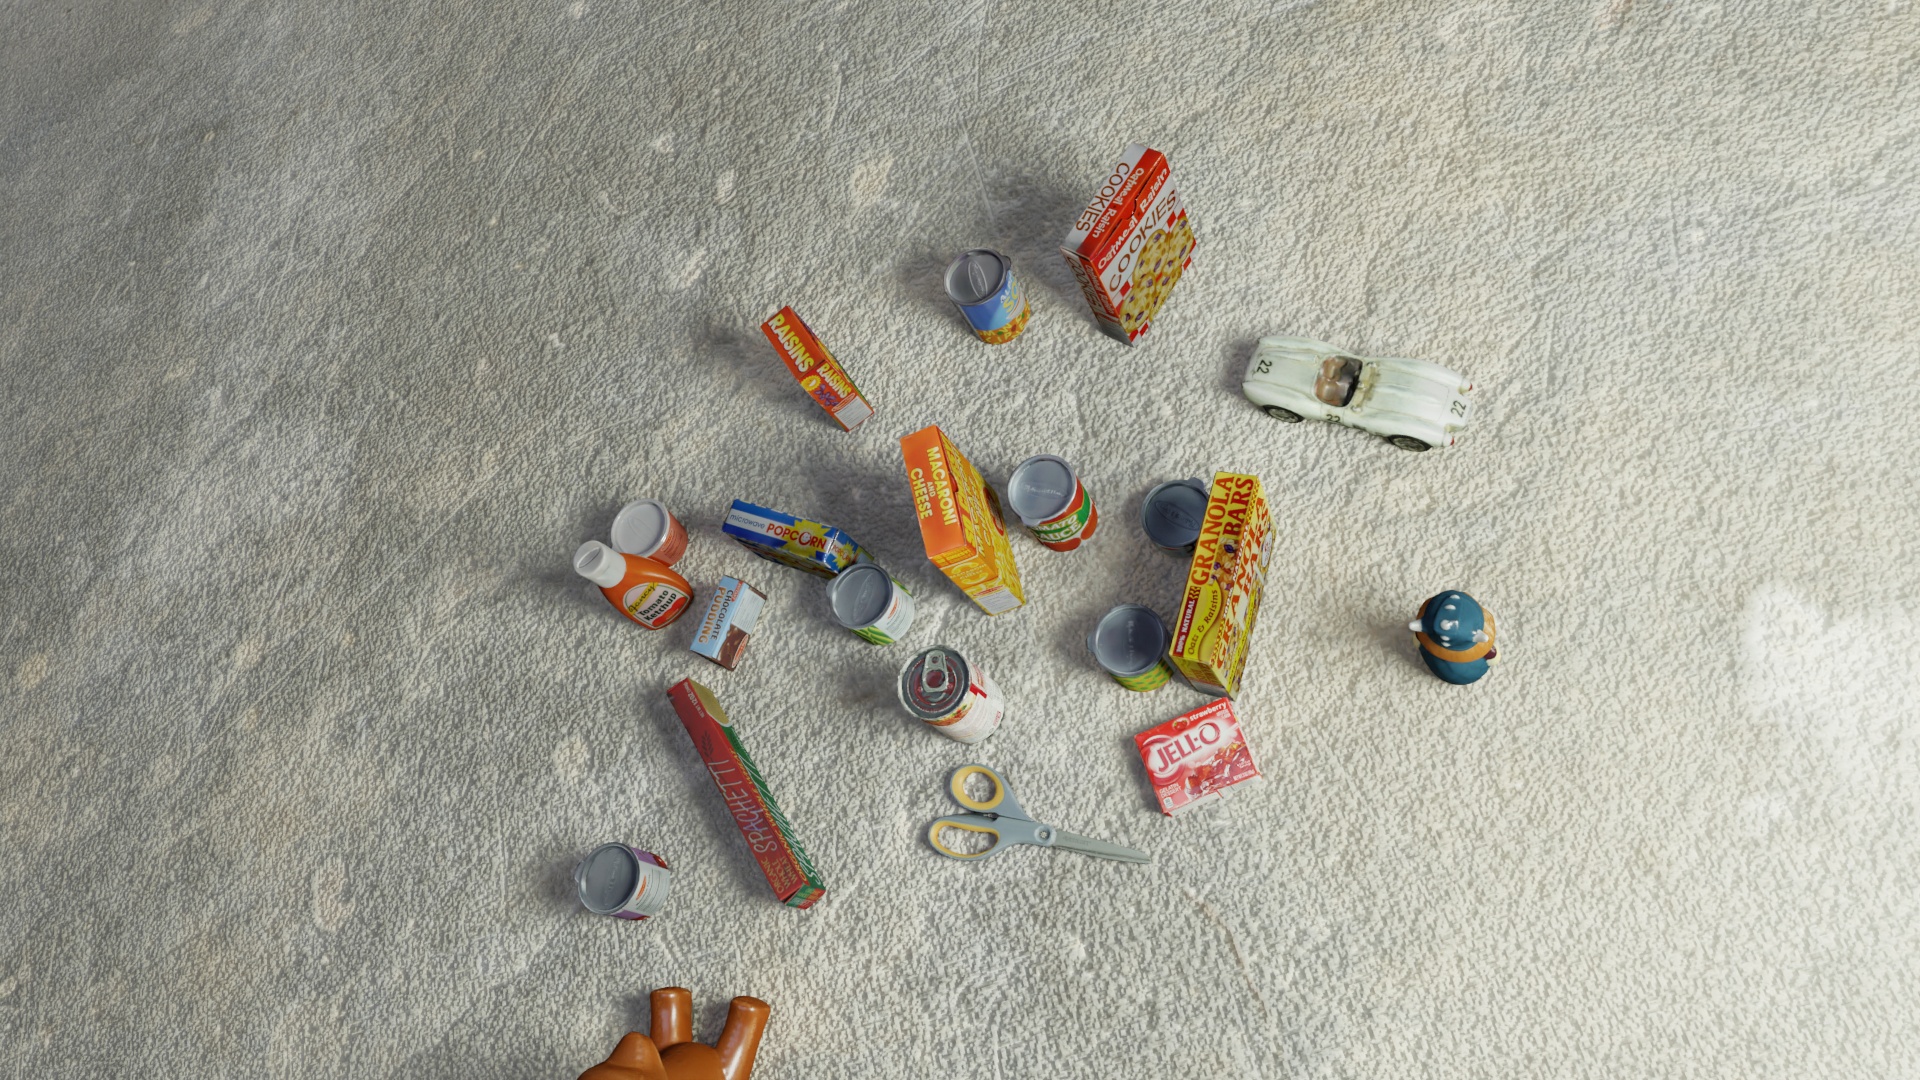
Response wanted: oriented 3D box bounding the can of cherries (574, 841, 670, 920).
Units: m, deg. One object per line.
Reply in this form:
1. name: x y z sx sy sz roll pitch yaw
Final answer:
1. can of cherries: -0.319 0.321 1.312 0.071 0.058 0.072 -8 67 18

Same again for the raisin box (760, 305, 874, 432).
1. raisin box: -0.144 -0.173 1.409 0.040 0.123 0.086 -37 61 4

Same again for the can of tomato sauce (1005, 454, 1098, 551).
1. can of tomato sauce: 0.086 -0.032 1.287 0.071 0.083 0.071 -8 67 18

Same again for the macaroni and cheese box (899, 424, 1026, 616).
1. macaroni and cheese box: 0.005 -0.016 1.264 0.040 0.166 0.124 -20 64 13

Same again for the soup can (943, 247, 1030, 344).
1. soup can: 0.030 -0.245 1.395 0.071 0.083 0.071 -8 67 18

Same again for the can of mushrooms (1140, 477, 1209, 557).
1. can of mushrooms: 0.202 -0.021 1.266 0.071 0.033 0.071 -8 67 18

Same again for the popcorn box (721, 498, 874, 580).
1. popcorn box: -0.160 0.003 1.365 0.127 0.085 0.038 16 76 26

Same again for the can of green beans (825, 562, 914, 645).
1. can of green beans: -0.084 0.061 1.328 0.071 0.057 0.071 -8 67 18

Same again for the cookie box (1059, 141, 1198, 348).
1. cookie box: 0.163 -0.275 1.308 0.040 0.167 0.123 30 82 28

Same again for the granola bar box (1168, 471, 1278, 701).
1. granola bar box: 0.225 0.040 1.181 0.039 0.124 0.166 10 73 24

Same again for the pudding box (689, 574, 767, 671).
1. pudding box: -0.230 0.082 1.380 0.030 0.049 0.084 16 76 26

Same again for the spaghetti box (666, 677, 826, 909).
1. spaghetti box: -0.204 0.235 1.308 0.028 0.050 0.251 -38 61 3

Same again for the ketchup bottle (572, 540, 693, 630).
1. ketchup bottle: -0.327 0.041 1.377 0.065 0.148 0.043 -41 61 2

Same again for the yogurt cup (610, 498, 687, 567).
1. yogurt cup: -0.321 -0.004 1.448 0.072 0.054 0.072 -8 67 18

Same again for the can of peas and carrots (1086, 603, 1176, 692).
1. can of peas and carrots: 0.152 0.096 1.223 0.071 0.058 0.071 -8 67 18
